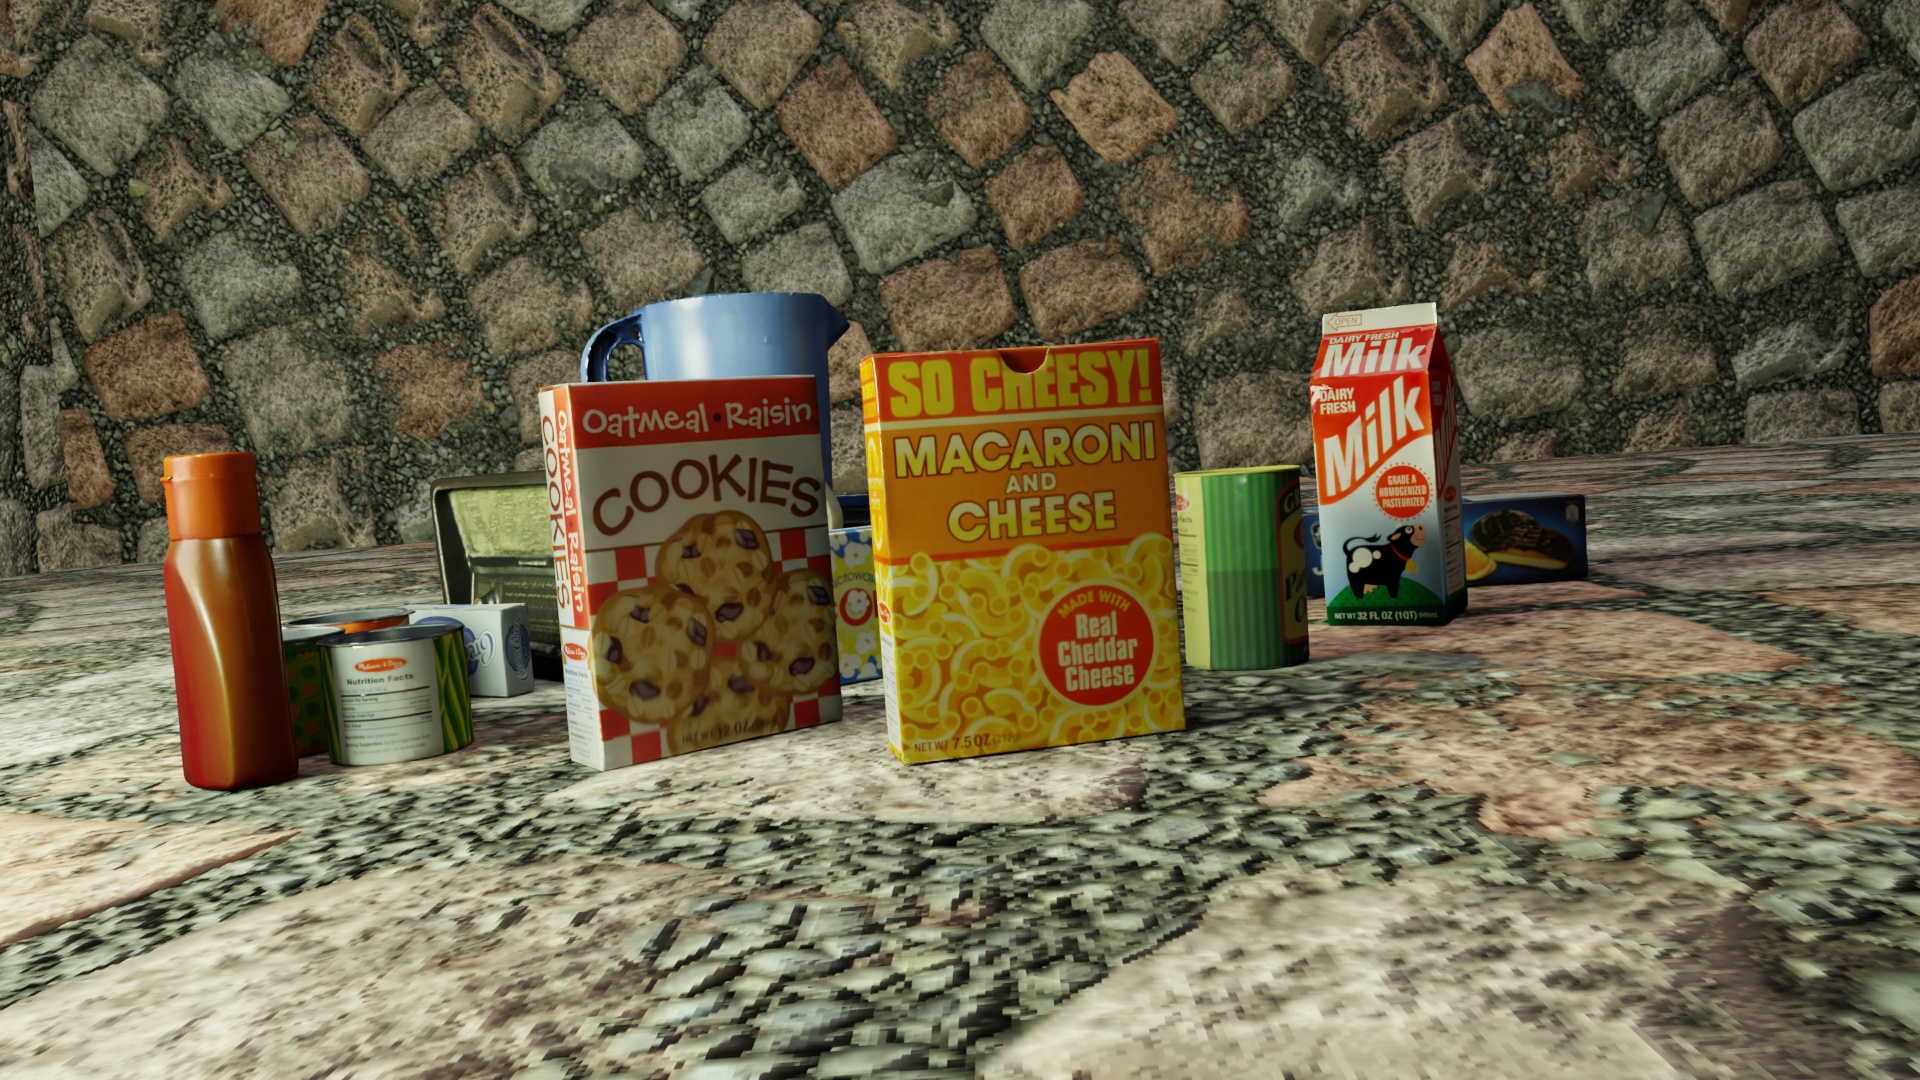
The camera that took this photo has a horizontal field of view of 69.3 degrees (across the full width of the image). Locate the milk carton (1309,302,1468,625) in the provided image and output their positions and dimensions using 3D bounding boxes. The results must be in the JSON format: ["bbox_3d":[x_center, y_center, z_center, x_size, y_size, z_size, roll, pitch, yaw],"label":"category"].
[{"bbox_3d":[0.262,-0.047,0.851,0.072,0.190,0.073,-2,4,31],"label":"milk carton"}]

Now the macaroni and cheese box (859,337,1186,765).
[{"bbox_3d":[0.027,0.002,0.582,0.124,0.166,0.040,-5,4,-13],"label":"macaroni and cheese box"}]

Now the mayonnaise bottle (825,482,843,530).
[{"bbox_3d":[-0.102,-0.001,0.888,0.065,0.148,0.041,-4,3,5],"label":"mayonnaise bottle"}]

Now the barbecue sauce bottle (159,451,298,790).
[{"bbox_3d":[-0.332,0.035,0.627,0.065,0.148,0.044,-1,5,44],"label":"barbecue sauce bottle"}]

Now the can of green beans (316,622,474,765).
[{"bbox_3d":[-0.271,0.073,0.669,0.071,0.057,0.071,-4,4,0],"label":"can of green beans"}]

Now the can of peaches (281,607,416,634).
[{"bbox_3d":[-0.338,0.070,0.775,0.071,0.058,0.071,-4,4,0],"label":"can of peaches"}]

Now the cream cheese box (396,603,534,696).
[{"bbox_3d":[-0.303,0.066,0.835,0.104,0.053,0.024,-2,4,28],"label":"cream cheese box"}]

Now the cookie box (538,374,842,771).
[{"bbox_3d":[-0.121,0.009,0.637,0.123,0.167,0.040,-7,4,-37],"label":"cookie box"}]

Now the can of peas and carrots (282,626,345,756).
[{"bbox_3d":[-0.341,0.076,0.692,0.071,0.058,0.071,-4,4,0],"label":"can of peas and carrots"}]

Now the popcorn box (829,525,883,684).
[{"bbox_3d":[-0.083,0.038,0.768,0.127,0.085,0.038,-7,4,-34],"label":"popcorn box"}]

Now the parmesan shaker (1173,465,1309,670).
[{"bbox_3d":[0.151,0.013,0.742,0.071,0.103,0.071,-4,4,0],"label":"parmesan shaker"}]
